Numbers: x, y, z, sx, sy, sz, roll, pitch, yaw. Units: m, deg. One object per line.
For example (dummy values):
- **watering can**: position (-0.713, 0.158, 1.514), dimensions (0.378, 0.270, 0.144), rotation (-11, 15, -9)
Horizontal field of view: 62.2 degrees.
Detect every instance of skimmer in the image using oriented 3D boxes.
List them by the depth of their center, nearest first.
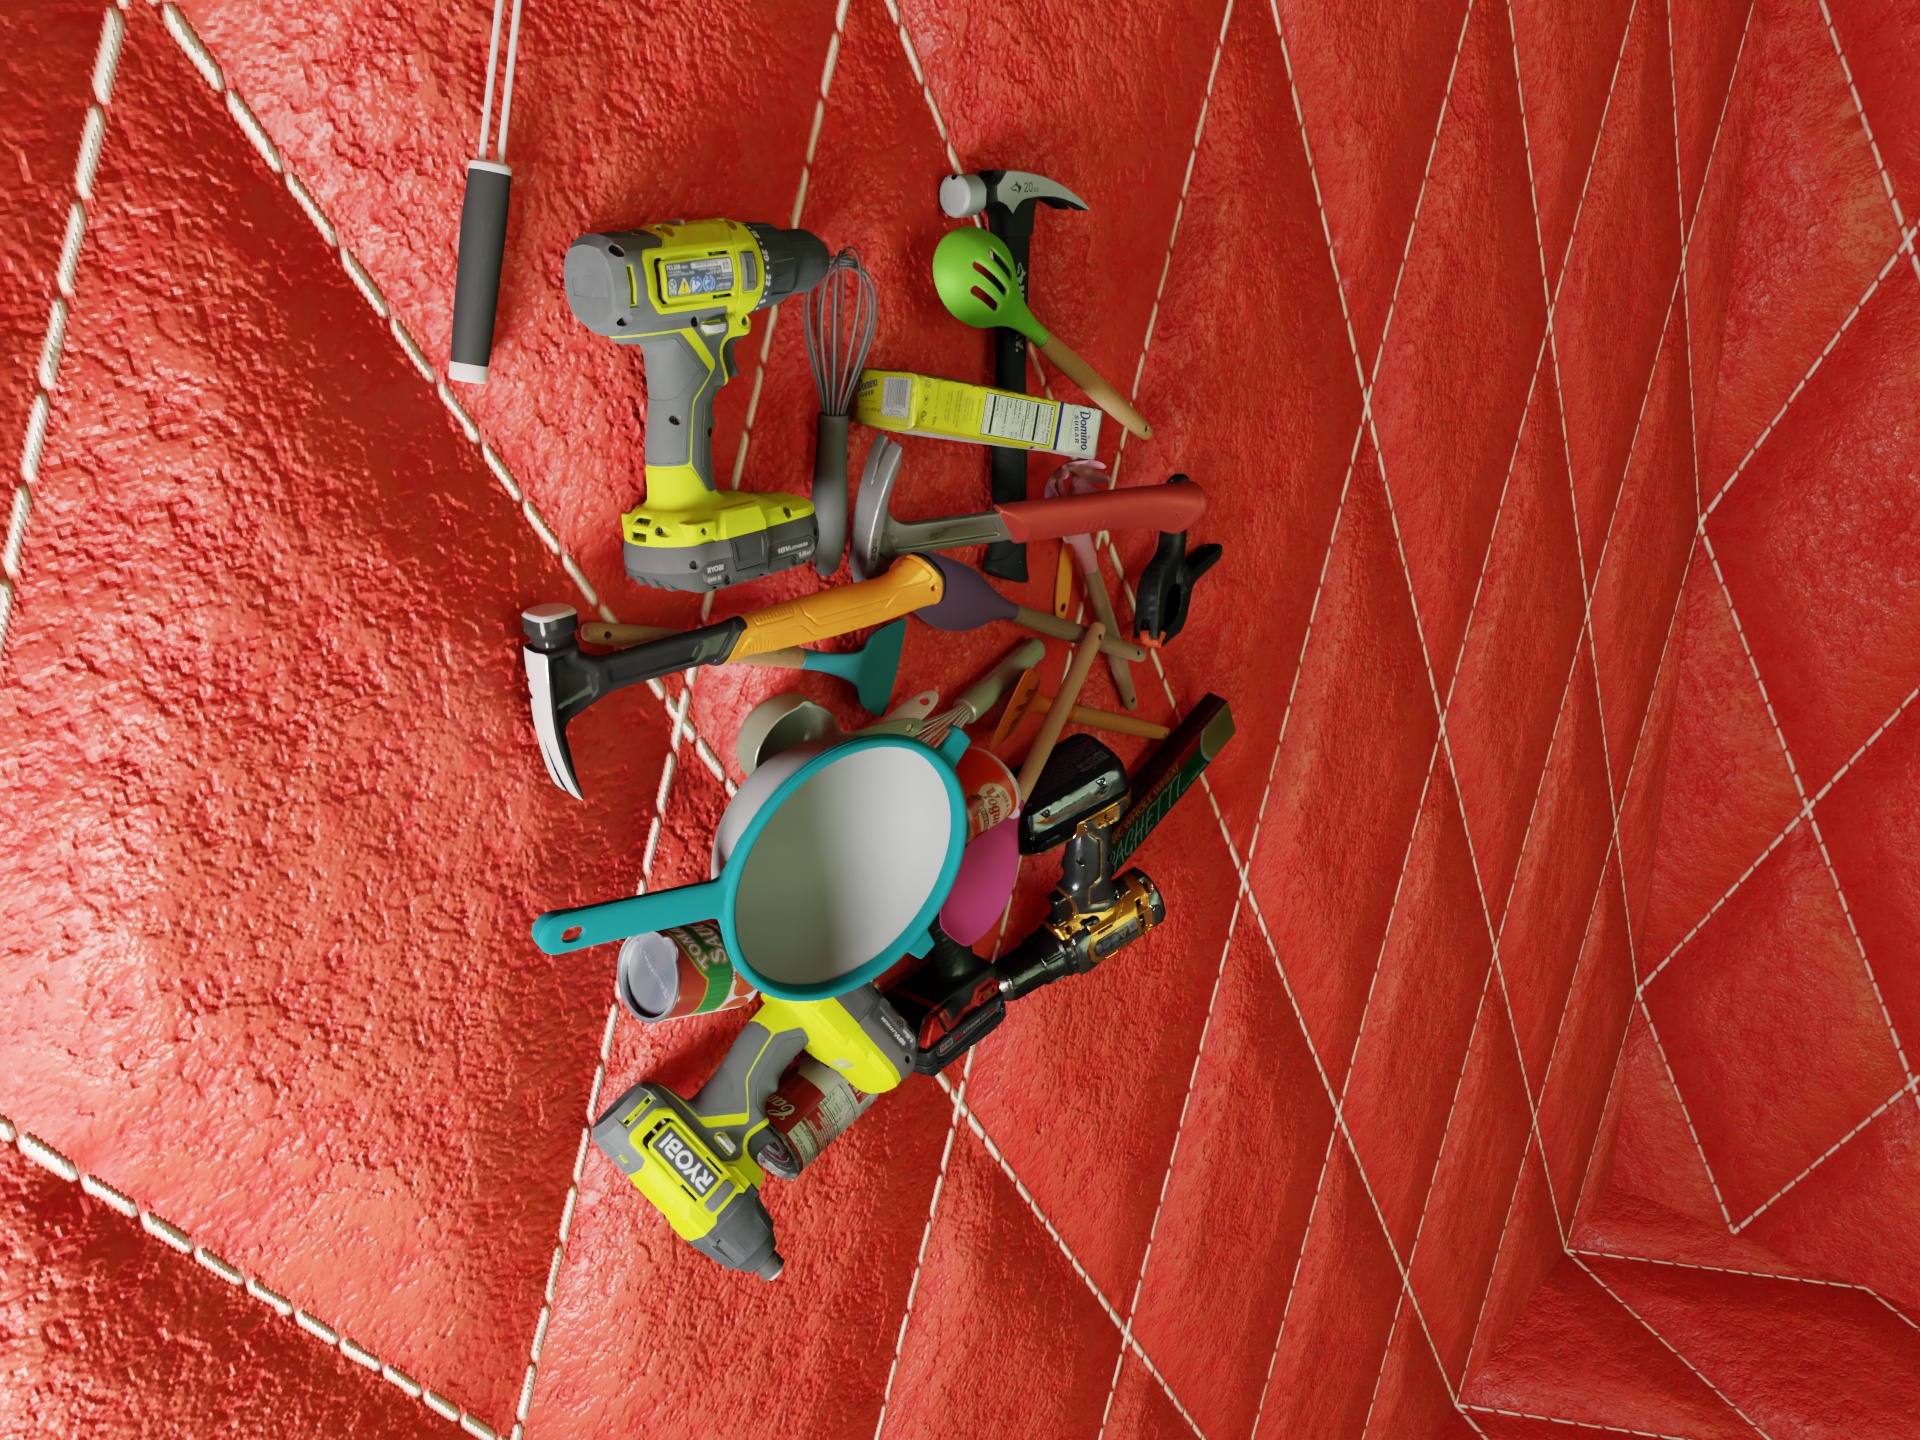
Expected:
- **skimmer**: position (-0.250, -0.365, 0.865), dimensions (0.127, 0.090, 0.363), rotation (6, 103, -18)

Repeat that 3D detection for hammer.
- **hammer**: position (-0.143, -0.053, 1.109), dimensions (0.337, 0.034, 0.127), rotation (-20, 118, -38)
- **hammer**: position (0.066, -0.172, 1.290), dimensions (0.359, 0.037, 0.149), rotation (-13, 129, -36)
- **hammer**: position (0.044, -0.274, 1.298), dimensions (0.146, 0.035, 0.334), rotation (-22, 120, -44)

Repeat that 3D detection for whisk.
- **whisk**: position (-0.090, -0.219, 1.149), dimensions (0.055, 0.055, 0.238), rotation (-18, 120, -46)
- **whisk**: position (-0.002, -0.004, 1.336), dimensions (0.059, 0.058, 0.246), rotation (54, 51, -8)

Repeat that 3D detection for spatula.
- **spatula**: position (-0.145, -0.049, 1.165), dimensions (0.317, 0.044, 0.082), rotation (6, 100, -46)
- **spatula**: position (0.062, -0.086, 1.381), dimensions (0.315, 0.018, 0.060), rotation (13, 83, -45)
- **spatula**: position (0.120, 0.000, 1.486), dimensions (0.322, 0.041, 0.081), rotation (11, 109, -53)

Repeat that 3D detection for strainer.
- **strainer**: position (-0.153, 0.099, 1.117), dimensions (0.340, 0.095, 0.211), rotation (-9, 119, -38)

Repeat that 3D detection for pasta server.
- **pasta server**: position (0.128, -0.115, 1.444), dimensions (0.060, 0.040, 0.315), rotation (-38, 136, -15)

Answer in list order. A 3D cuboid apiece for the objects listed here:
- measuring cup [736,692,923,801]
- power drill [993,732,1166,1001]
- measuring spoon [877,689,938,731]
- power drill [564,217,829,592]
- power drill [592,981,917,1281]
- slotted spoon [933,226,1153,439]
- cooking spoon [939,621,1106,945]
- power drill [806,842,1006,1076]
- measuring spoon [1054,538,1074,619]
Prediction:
- **measuring cup**: position (-0.099, 0.010, 1.214), dimensions (0.167, 0.038, 0.083), rotation (-11, 122, -44)
- **power drill**: position (0.088, 0.145, 1.458), dimensions (0.185, 0.084, 0.226), rotation (-29, 127, -16)
- **measuring spoon**: position (-0.062, 0.008, 1.264), dimensions (0.124, 0.034, 0.018), rotation (-38, 161, -28)
- **power drill**: position (-0.156, -0.213, 1.047), dimensions (0.190, 0.080, 0.228), rotation (-23, 118, -44)
- **power drill**: position (-0.142, 0.291, 1.200), dimensions (0.171, 0.080, 0.223), rotation (48, 57, -5)
- **slotted spoon**: position (0.080, -0.298, 1.283), dimensions (0.313, 0.031, 0.070), rotation (27, 85, -52)
- **cooking spoon**: position (0.059, 0.046, 1.357), dimensions (0.068, 0.017, 0.319), rotation (42, 63, -33)
- **power drill**: position (-0.048, 0.181, 1.325), dimensions (0.188, 0.080, 0.226), rotation (-30, 122, -42)
- **measuring spoon**: position (0.098, -0.144, 1.429), dimensions (0.021, 0.011, 0.117), rotation (-9, 110, -48)
